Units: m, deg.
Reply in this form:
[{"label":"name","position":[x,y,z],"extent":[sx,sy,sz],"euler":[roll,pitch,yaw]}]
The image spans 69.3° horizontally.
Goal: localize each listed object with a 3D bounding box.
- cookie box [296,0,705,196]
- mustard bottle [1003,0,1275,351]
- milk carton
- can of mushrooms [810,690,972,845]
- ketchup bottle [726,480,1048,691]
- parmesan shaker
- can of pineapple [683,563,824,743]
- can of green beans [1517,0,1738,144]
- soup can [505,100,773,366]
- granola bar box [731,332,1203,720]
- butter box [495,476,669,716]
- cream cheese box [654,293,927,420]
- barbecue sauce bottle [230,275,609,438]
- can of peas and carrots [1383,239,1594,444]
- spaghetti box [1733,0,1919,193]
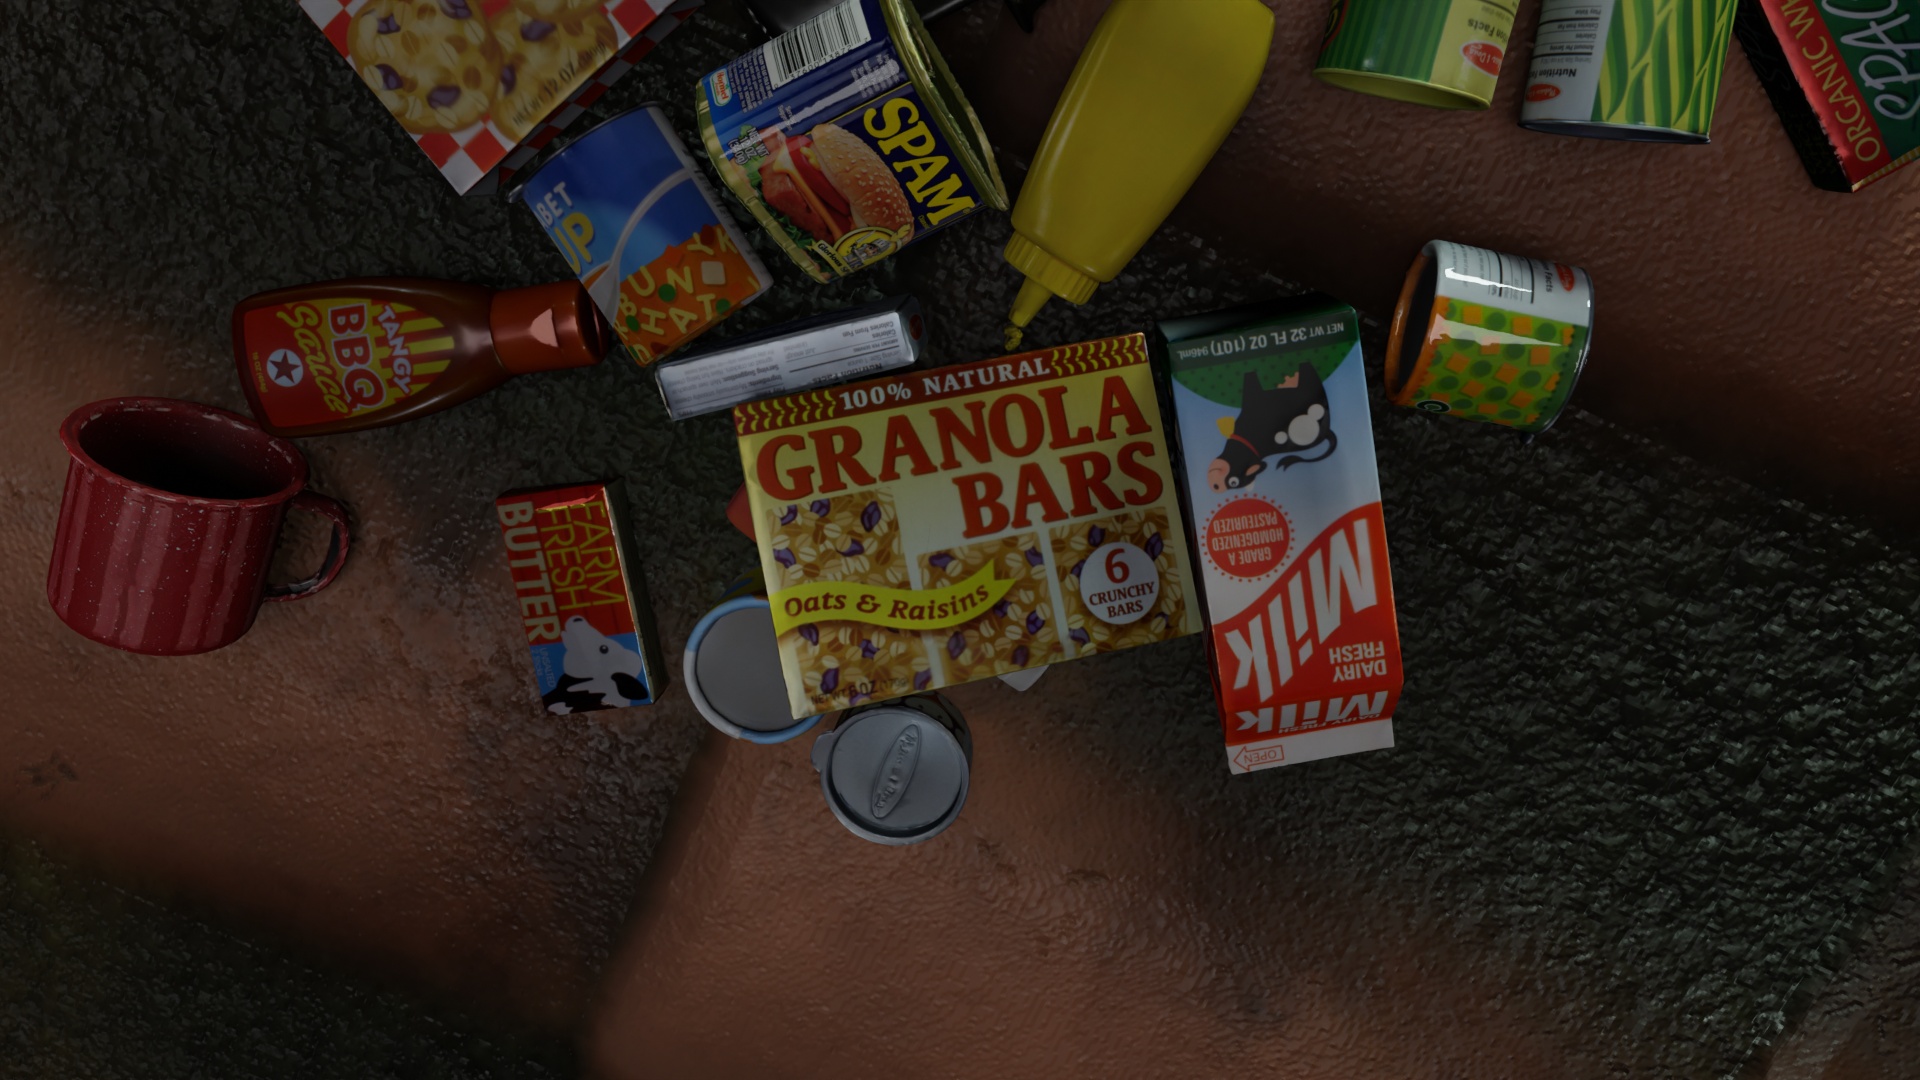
[{"label":"cookie box","position":[-0.203,-0.242,0.547],"extent":[0.123,0.040,0.167],"euler":[-37,99,12]},{"label":"mustard bottle","position":[0.057,-0.145,0.544],"extent":[0.065,0.049,0.159],"euler":[32,105,-4]},{"label":"milk carton","position":[0.130,0.002,0.562],"extent":[0.072,0.073,0.190],"euler":[-10,103,6]},{"label":"can of mushrooms","position":[-0.030,0.098,0.621],"extent":[0.071,0.033,0.070],"euler":[1,105,5]},{"label":"ketchup bottle","position":[-0.023,0.008,0.592],"extent":[0.149,0.043,0.064],"euler":[36,96,-5]},{"label":"parmesan shaker","position":[0.176,-0.216,0.510],"extent":[0.071,0.071,0.102],"euler":[13,104,2]},{"label":"can of pineapple","position":[-0.079,0.046,0.599],"extent":[0.071,0.058,0.070],"euler":[1,104,5]},{"label":"can of green beans","position":[0.245,-0.179,0.511],"extent":[0.071,0.071,0.057],"euler":[7,104,3]},{"label":"soup can","position":[-0.127,-0.120,0.556],"extent":[0.071,0.071,0.083],"euler":[-31,100,12]},{"label":"granola bar box","position":[0.002,-0.007,0.554],"extent":[0.166,0.039,0.124],"euler":[-11,89,-10]},{"label":"butter box","position":[-0.168,0.025,0.619],"extent":[0.053,0.024,0.103],"euler":[-8,104,6]},{"label":"cream cheese box","position":[-0.068,-0.076,0.570],"extent":[0.104,0.053,0.024],"euler":[-12,104,8]},{"label":"barbecue sauce bottle","position":[-0.226,-0.083,0.587],"extent":[0.148,0.044,0.064],"euler":[-7,103,6]},{"label":"can of peas and carrots","position":[0.203,-0.077,0.541],"extent":[0.059,0.071,0.070],"euler":[12,105,2]},{"label":"spaghetti box","position":[0.289,-0.246,0.509],"extent":[0.050,0.029,0.249],"euler":[-31,99,12]}]
